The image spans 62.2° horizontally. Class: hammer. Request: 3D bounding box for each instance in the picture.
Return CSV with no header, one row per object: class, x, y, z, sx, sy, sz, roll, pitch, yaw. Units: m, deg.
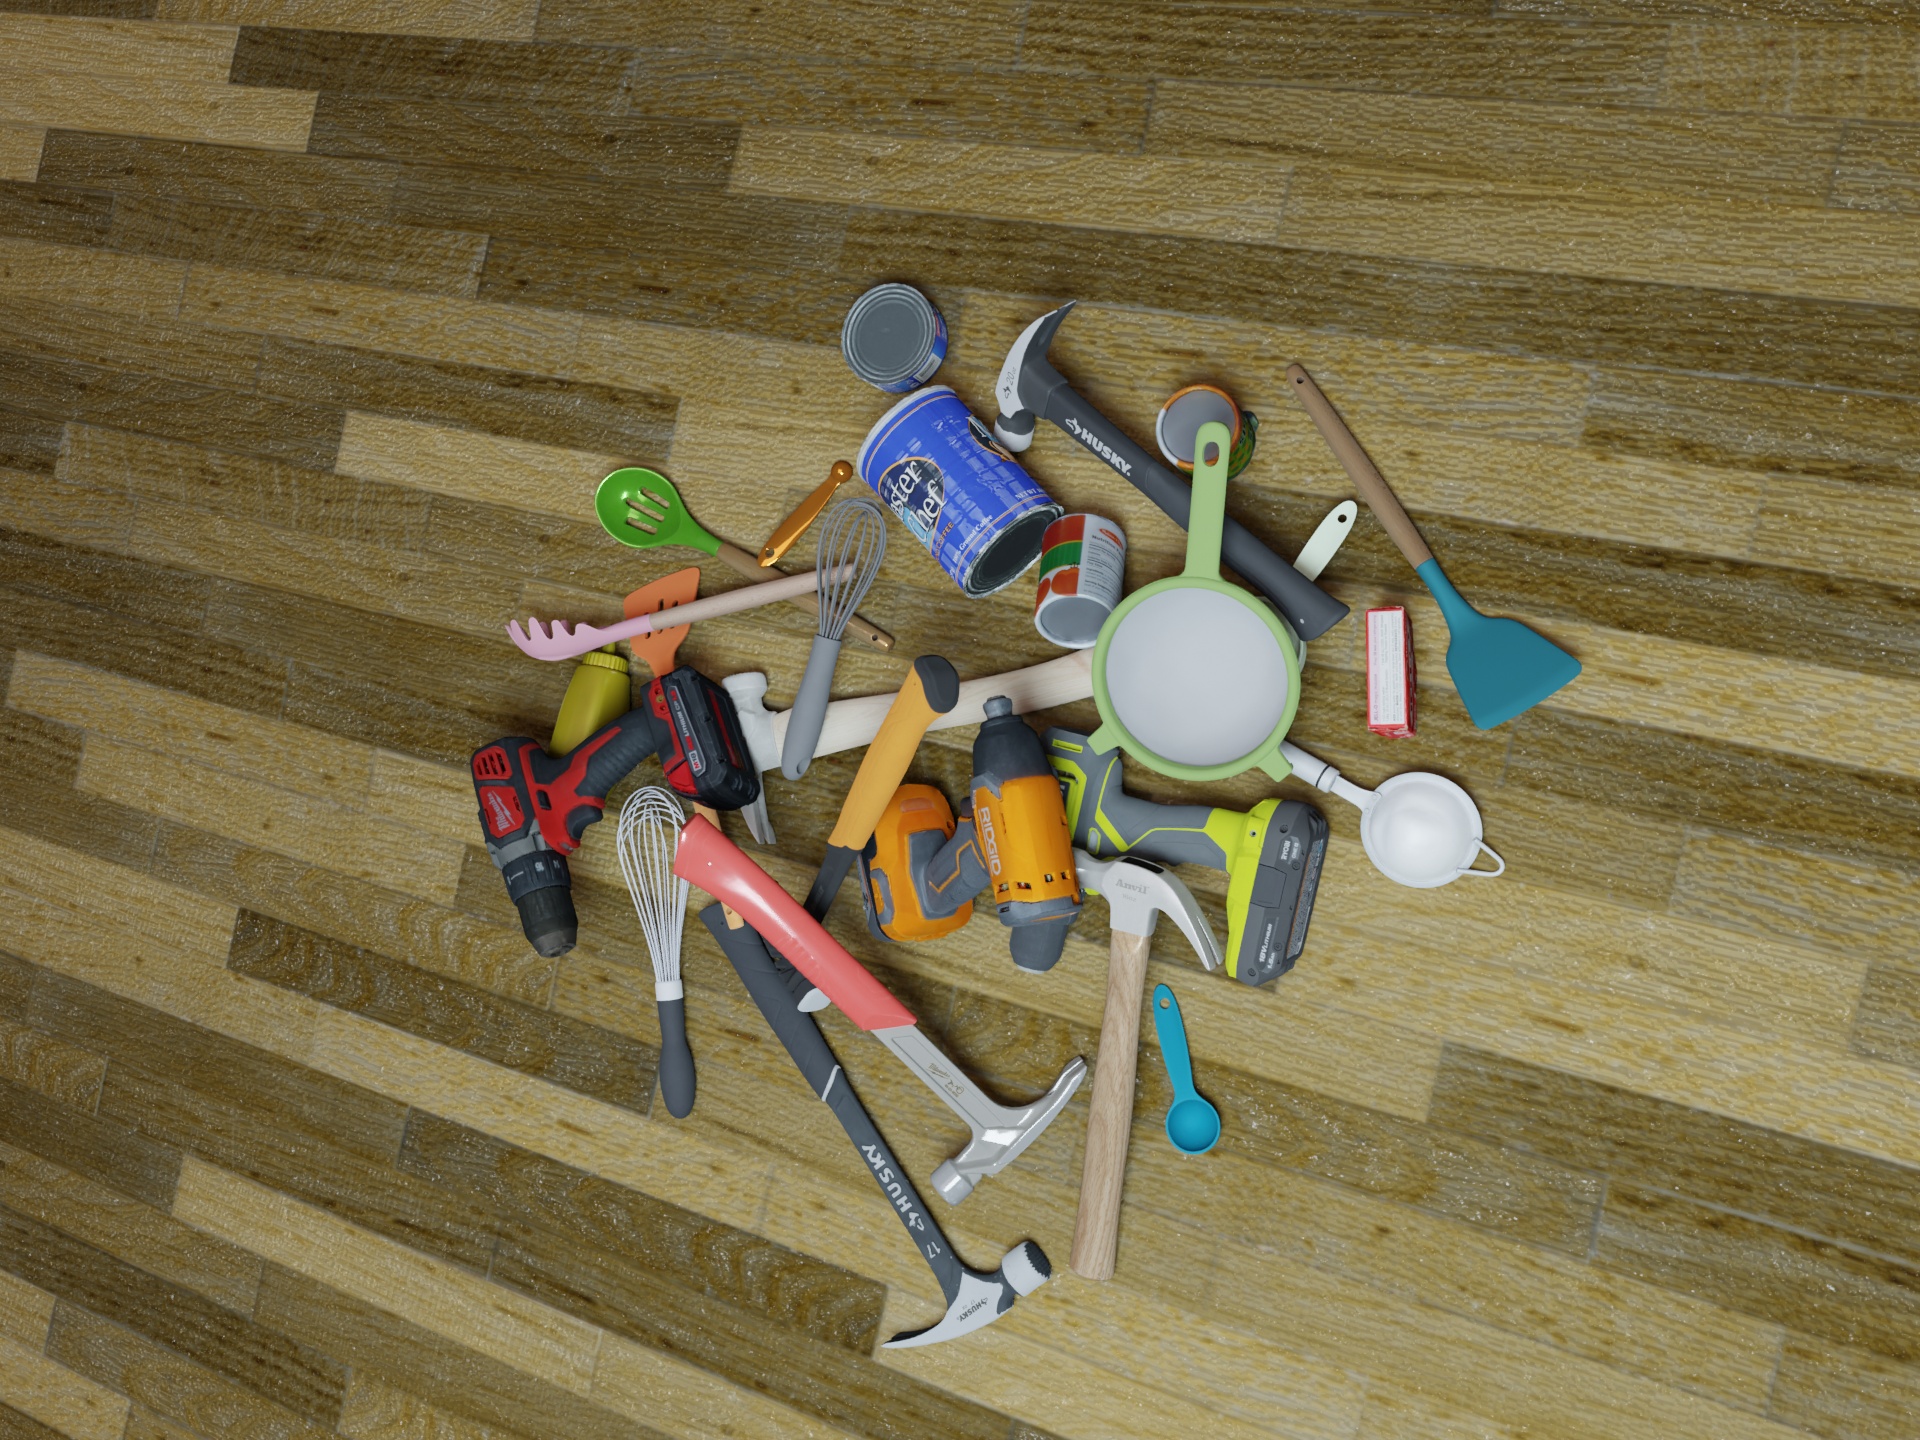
hammer,0.154,-0.175,1.184,0.035,0.146,0.335,-34,66,-30
hammer,-0.098,0.317,1.300,0.149,0.036,0.409,-40,73,15
hammer,-0.073,0.197,1.199,0.149,0.037,0.359,-45,99,-2
hammer,-0.083,0.075,1.218,0.127,0.034,0.336,58,136,33
hammer,0.117,0.263,1.178,0.130,0.031,0.331,12,105,27
hammer,-0.002,-0.004,1.287,0.410,0.038,0.146,-12,83,20

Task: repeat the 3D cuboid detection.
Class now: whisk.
whisk,-0.252,0.198,1.361,0.070,0.070,0.284,-7,89,21
whisk,-0.108,-0.065,1.286,0.055,0.055,0.239,18,98,21

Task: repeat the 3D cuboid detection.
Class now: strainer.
strainer,0.277,0.049,1.174,0.259,0.050,0.087,32,112,24
strainer,0.177,-0.087,1.143,0.151,0.069,0.256,8,106,20

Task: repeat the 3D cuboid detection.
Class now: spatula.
spatula,0.327,-0.139,1.165,0.082,0.044,0.318,-33,74,8
spatula,-0.228,0.022,1.364,0.081,0.041,0.323,-21,77,17

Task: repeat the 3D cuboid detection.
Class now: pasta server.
pasta server,-0.239,-0.098,1.355,0.316,0.060,0.040,-13,89,13

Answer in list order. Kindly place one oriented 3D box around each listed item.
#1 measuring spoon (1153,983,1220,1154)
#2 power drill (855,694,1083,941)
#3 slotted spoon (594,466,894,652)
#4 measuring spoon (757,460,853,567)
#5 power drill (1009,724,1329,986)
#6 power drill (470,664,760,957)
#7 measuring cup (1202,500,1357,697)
measuring spoon,0.169,0.265,1.213,0.042,0.021,0.129,-18,71,19
power drill,0.001,0.080,1.194,0.226,0.084,0.164,-24,74,57
slotted spoon,-0.187,-0.134,1.374,0.314,0.031,0.070,29,94,19
measuring spoon,-0.134,-0.176,1.353,0.021,0.011,0.117,41,89,18
power drill,0.146,0.119,1.199,0.228,0.080,0.190,14,95,24
power drill,-0.283,0.073,1.298,0.226,0.080,0.188,-24,71,8
measuring cup,0.248,-0.091,1.196,0.083,0.038,0.167,36,97,20
